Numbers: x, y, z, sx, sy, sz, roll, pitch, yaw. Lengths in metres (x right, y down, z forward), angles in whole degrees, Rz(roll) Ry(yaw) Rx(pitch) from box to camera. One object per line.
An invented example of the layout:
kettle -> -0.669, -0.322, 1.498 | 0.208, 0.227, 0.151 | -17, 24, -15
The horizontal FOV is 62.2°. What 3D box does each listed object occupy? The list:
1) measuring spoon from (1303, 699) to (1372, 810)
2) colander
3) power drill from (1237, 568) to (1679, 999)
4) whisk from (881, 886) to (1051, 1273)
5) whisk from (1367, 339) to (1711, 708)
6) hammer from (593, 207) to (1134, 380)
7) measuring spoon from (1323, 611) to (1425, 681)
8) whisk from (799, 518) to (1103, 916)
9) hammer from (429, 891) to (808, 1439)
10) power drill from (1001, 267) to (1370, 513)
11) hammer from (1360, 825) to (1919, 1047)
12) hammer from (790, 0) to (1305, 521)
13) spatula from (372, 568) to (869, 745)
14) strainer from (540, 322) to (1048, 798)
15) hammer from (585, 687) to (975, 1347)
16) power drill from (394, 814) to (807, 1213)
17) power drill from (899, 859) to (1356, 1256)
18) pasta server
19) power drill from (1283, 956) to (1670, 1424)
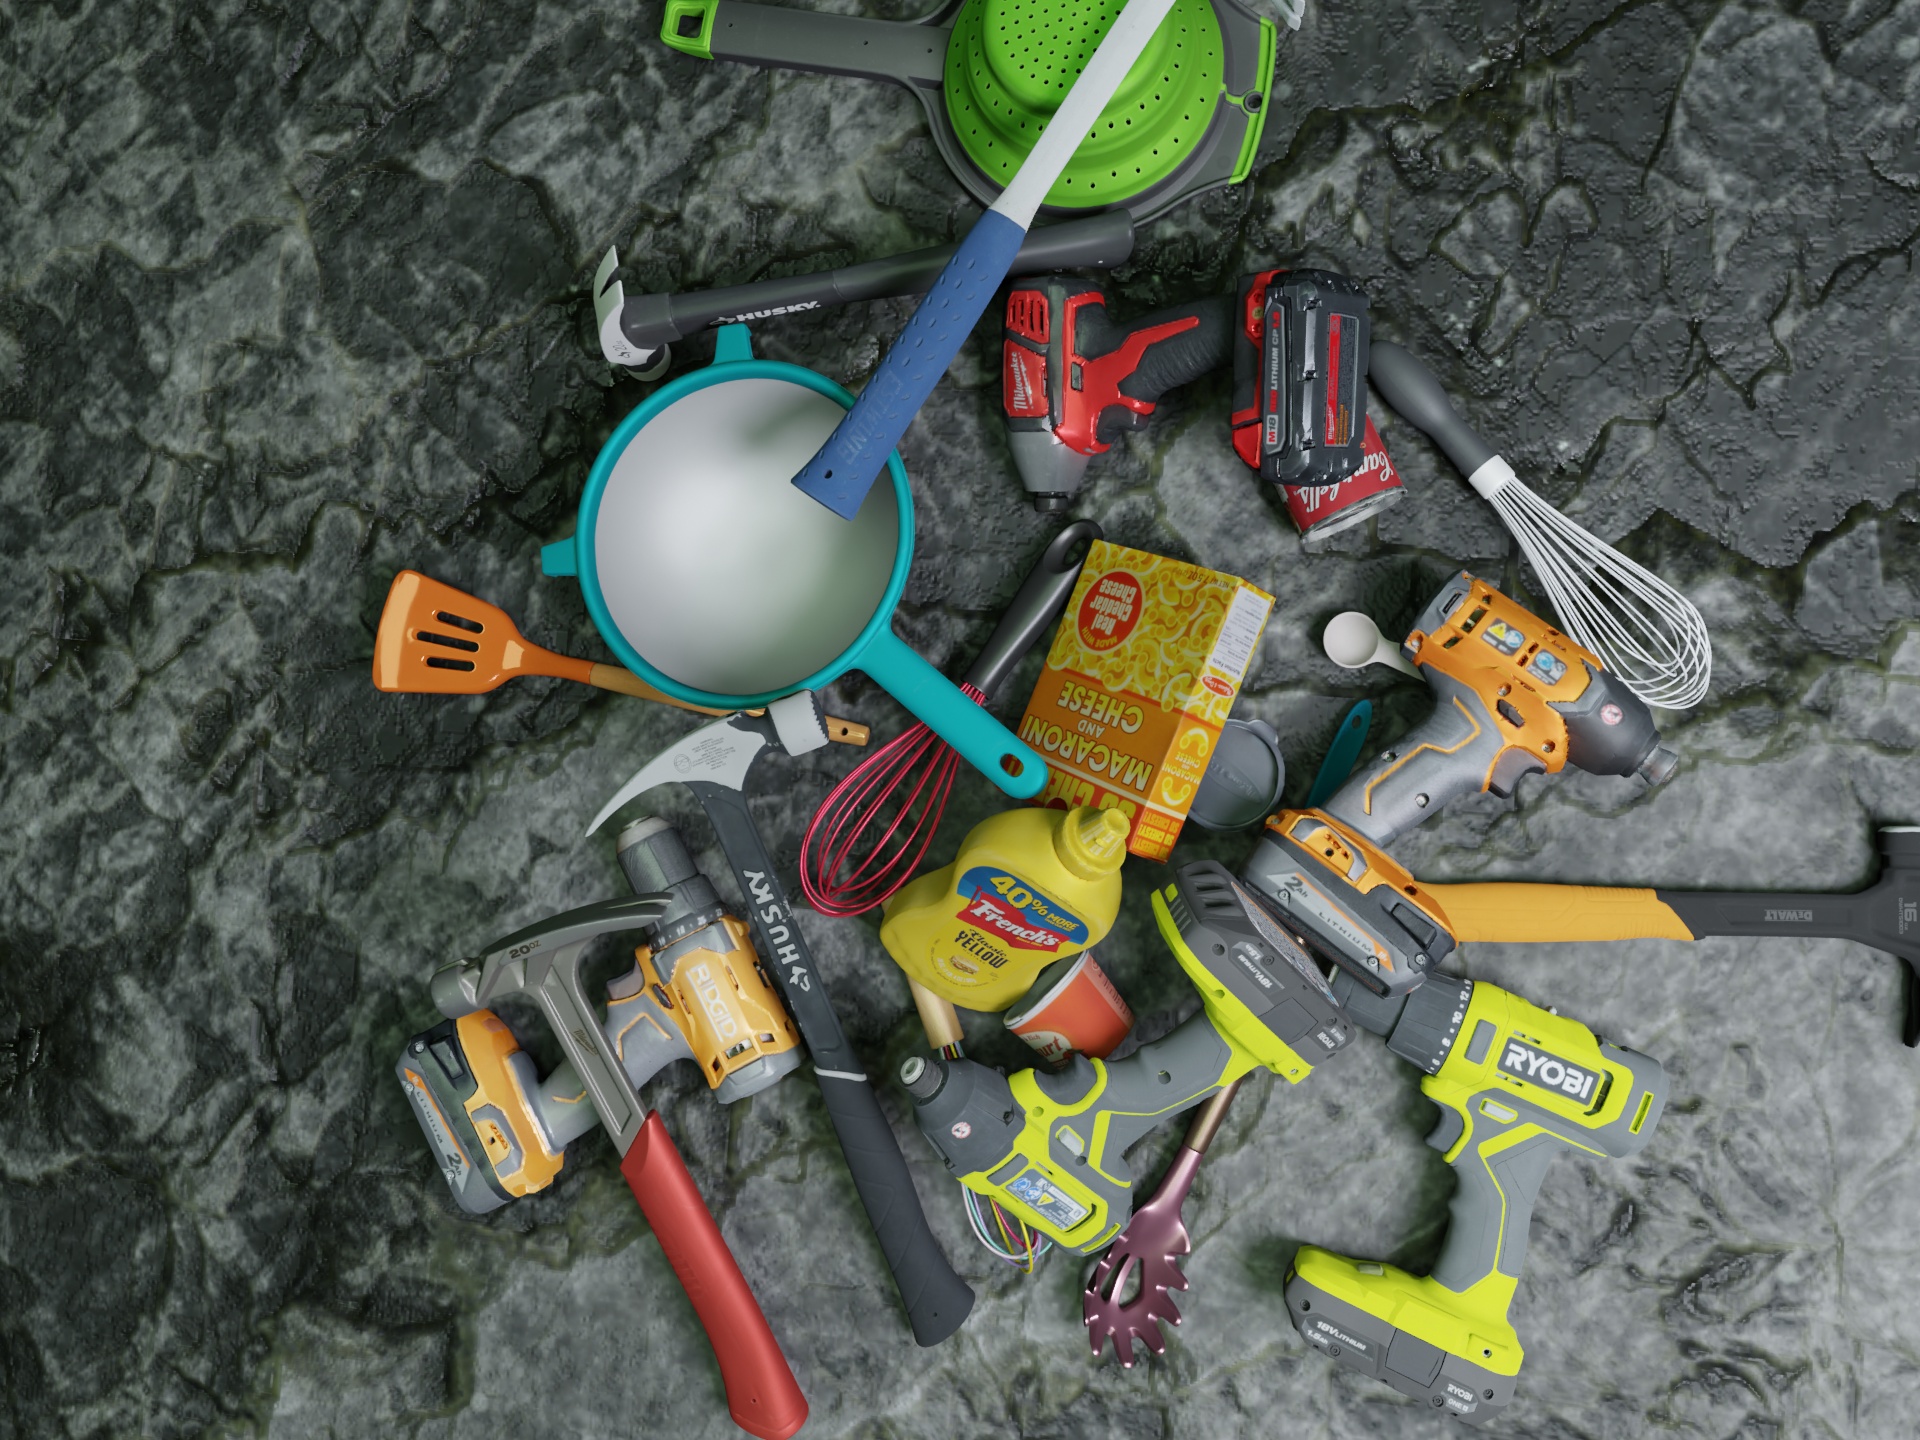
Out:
measuring spoon -> 0.215, 0.043, 0.968 | 0.042, 0.021, 0.128 | 31, 83, -27
colander -> -0.007, -0.423, 0.981 | 0.397, 0.094, 0.204 | 11, 89, 9
power drill -> 0.281, 0.045, 0.897 | 0.164, 0.084, 0.226 | 37, 84, 18
whisk -> 0.002, 0.219, 0.978 | 0.051, 0.047, 0.245 | -22, 81, 10
whisk -> 0.335, -0.119, 0.938 | 0.070, 0.070, 0.285 | -40, 78, 5
hammer -> -0.060, -0.270, 0.973 | 0.335, 0.146, 0.035 | -10, 85, 1
measuring spoon -> 0.279, -0.033, 0.965 | 0.124, 0.018, 0.034 | 20, 86, 2
whisk -> -0.002, -0.003, 0.983 | 0.073, 0.073, 0.296 | 35, 86, 8
hammer -> -0.166, 0.273, 0.936 | 0.149, 0.037, 0.359 | -20, 106, 11
power drill -> 0.119, -0.190, 0.927 | 0.220, 0.078, 0.143 | 8, 102, 37
hammer -> 0.393, 0.121, 0.929 | 0.337, 0.034, 0.127 | 1, 87, 9
hammer -> 0.037, -0.289, 0.901 | 0.144, 0.035, 0.405 | 34, 92, 6
spatula -> -0.216, -0.025, 1.022 | 0.322, 0.041, 0.081 | 13, 89, 8
strainer -> -0.074, -0.067, 0.970 | 0.340, 0.095, 0.211 | 40, 94, 11
hammer -> -0.083, 0.192, 0.938 | 0.149, 0.036, 0.408 | -20, 102, 3
power drill -> -0.233, 0.182, 0.997 | 0.226, 0.084, 0.185 | -28, 84, 2
power drill -> 0.090, 0.188, 0.886 | 0.223, 0.080, 0.171 | -41, 118, 12
pasta server -> 0.155, 0.235, 0.955 | 0.060, 0.040, 0.316 | 26, 91, -14
power drill -> 0.273, 0.260, 0.920 | 0.190, 0.080, 0.228 | 23, 89, 13
